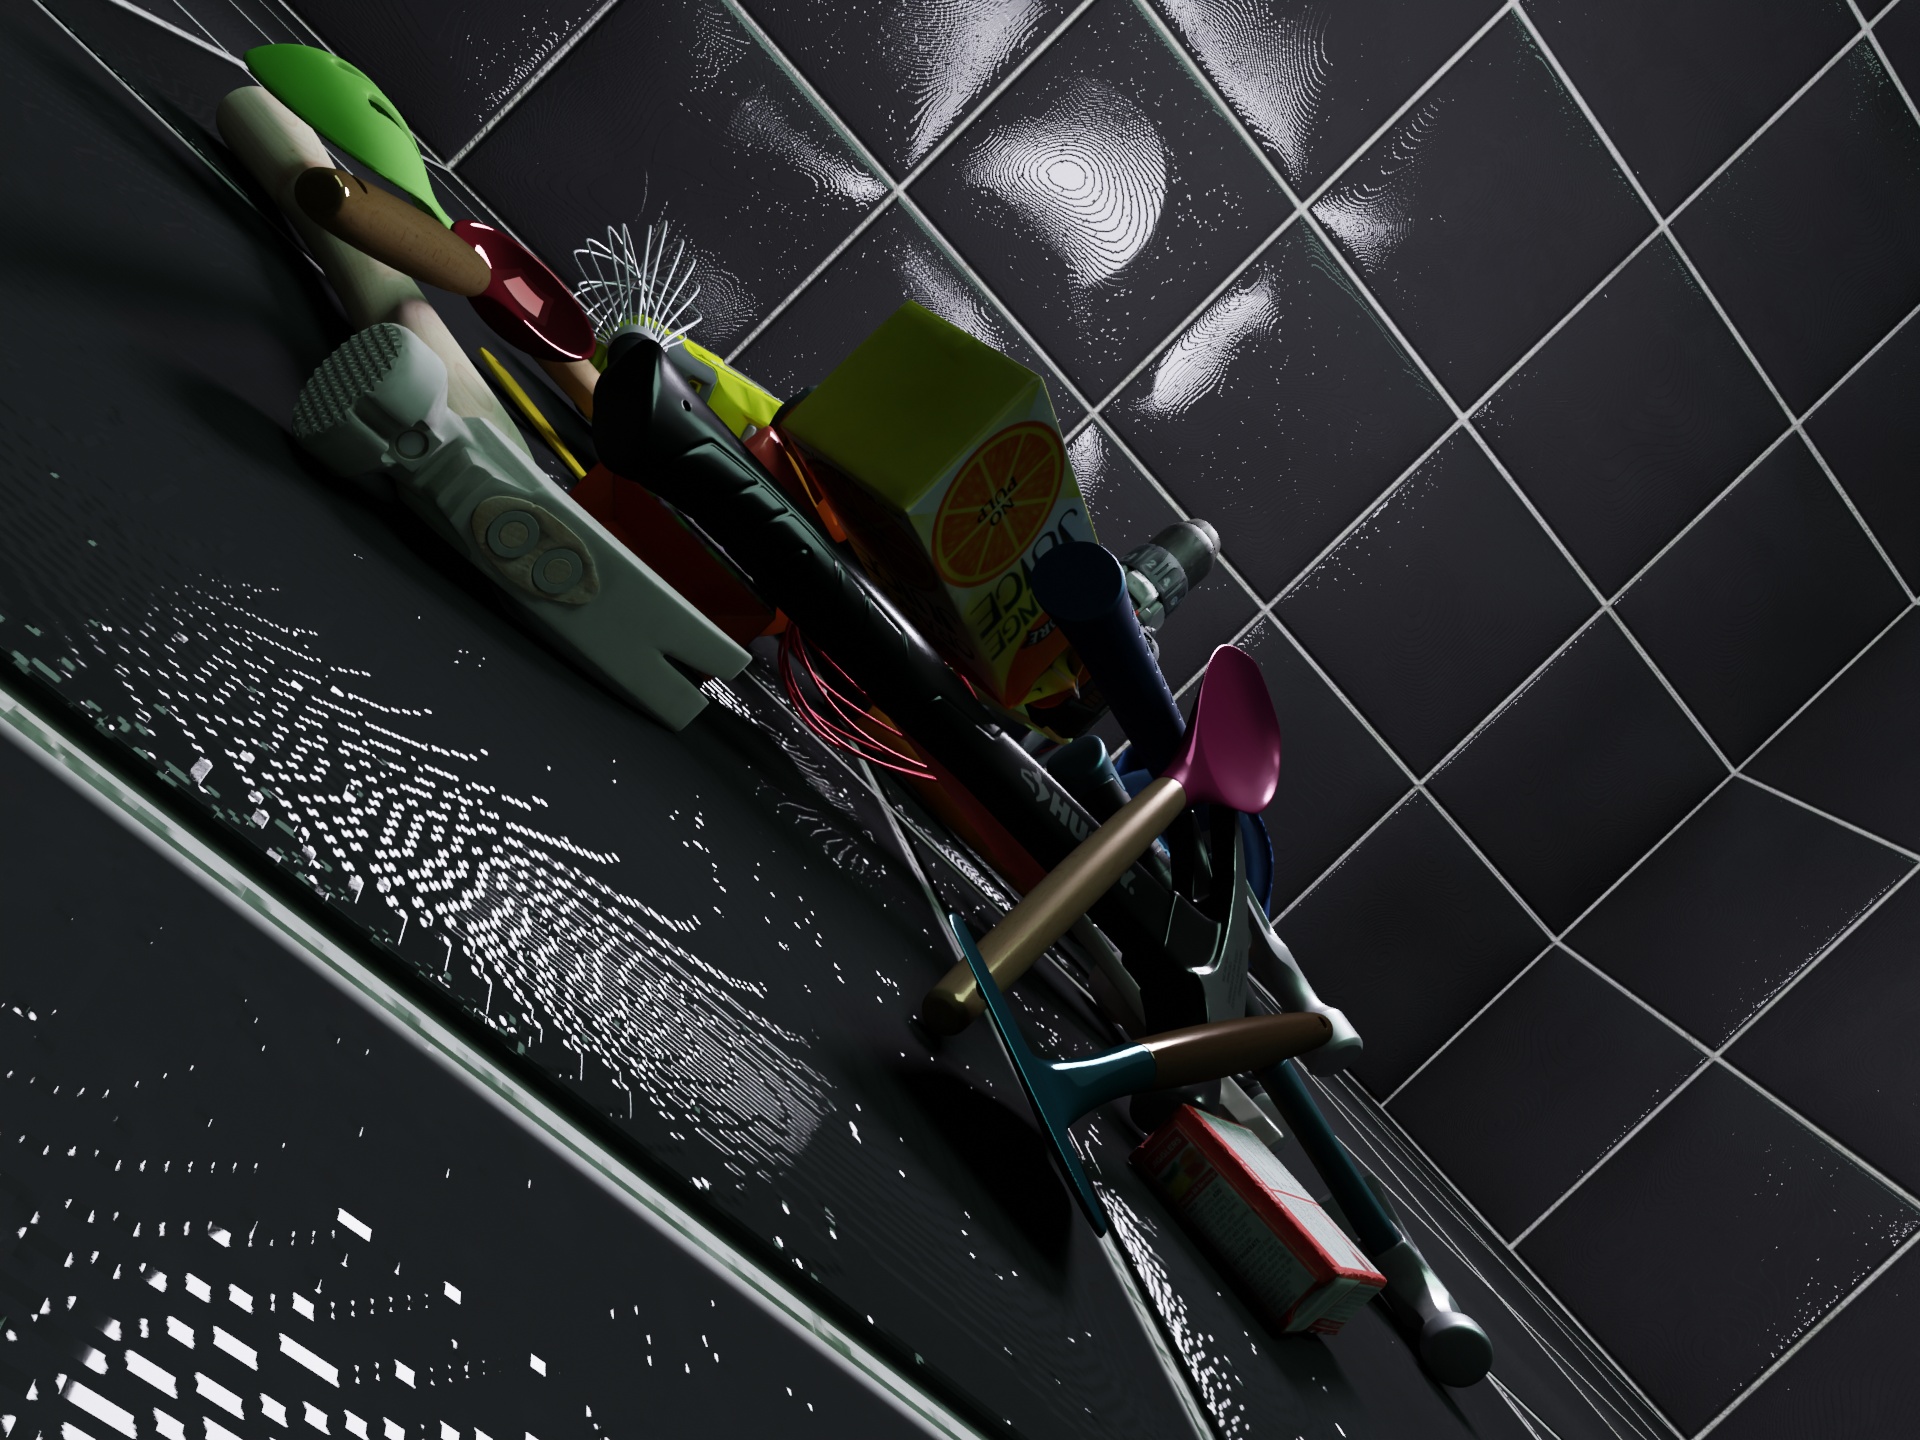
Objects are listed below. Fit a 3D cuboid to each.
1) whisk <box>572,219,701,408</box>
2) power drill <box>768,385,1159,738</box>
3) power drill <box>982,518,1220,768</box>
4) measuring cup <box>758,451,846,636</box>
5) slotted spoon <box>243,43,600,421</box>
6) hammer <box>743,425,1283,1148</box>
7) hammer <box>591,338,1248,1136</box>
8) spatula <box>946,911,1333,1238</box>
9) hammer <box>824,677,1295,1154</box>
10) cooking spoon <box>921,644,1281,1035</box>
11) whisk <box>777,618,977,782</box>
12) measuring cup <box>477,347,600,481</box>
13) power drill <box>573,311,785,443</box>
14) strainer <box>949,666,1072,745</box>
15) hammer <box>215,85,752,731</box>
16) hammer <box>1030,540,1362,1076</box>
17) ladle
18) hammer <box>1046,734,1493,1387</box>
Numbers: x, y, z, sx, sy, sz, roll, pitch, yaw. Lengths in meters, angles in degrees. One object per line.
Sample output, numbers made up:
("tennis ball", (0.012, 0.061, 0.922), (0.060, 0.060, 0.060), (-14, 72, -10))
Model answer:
("whisk", (-0.148, -0.173, 0.714), (0.070, 0.070, 0.285), (44, 12, -26))
("power drill", (0.007, -0.075, 0.851), (0.226, 0.084, 0.164), (31, 19, -43))
("power drill", (0.081, -0.044, 1.114), (0.080, 0.188, 0.226), (47, -28, 5))
("measuring cup", (-0.090, -0.084, 0.748), (0.174, 0.052, 0.095), (-171, -117, -76))
("slotted spoon", (-0.199, -0.185, 0.698), (0.070, 0.031, 0.313), (48, -2, 23))
("hammer", (0.013, 0.036, 0.653), (0.358, 0.036, 0.149), (54, -2, -26))
("hammer", (-0.001, -0.002, 0.565), (0.334, 0.035, 0.146), (46, 40, -24))
("spatula", (0.075, 0.105, 0.505), (0.317, 0.044, 0.082), (11, 47, -60))
("hammer", (0.053, 0.096, 0.872), (0.337, 0.034, 0.127), (45, 3, -5))
("cooking spoon", (0.065, 0.035, 0.569), (0.319, 0.017, 0.068), (-33, 104, -58))
("whisk", (0.017, 0.028, 0.784), (0.295, 0.073, 0.073), (39, 6, -33))
("measuring cup", (-0.184, -0.139, 0.777), (0.157, 0.029, 0.062), (48, 3, 18))
("power drill", (-0.138, -0.173, 0.961), (0.190, 0.080, 0.229), (27, 6, -29))
("strainer", (-0.025, -0.065, 1.005), (0.256, 0.069, 0.151), (28, -8, 24))
("hammer", (-0.198, -0.142, 0.562), (0.146, 0.038, 0.411), (45, 2, -44))
("hammer", (0.112, 0.044, 0.764), (0.144, 0.035, 0.405), (59, 3, 38))
("ladle", (-0.158, -0.143, 0.501), (0.069, 0.031, 0.315), (47, 2, -12))
("hammer", (0.140, 0.152, 0.761), (0.331, 0.033, 0.128), (58, 1, 0))
